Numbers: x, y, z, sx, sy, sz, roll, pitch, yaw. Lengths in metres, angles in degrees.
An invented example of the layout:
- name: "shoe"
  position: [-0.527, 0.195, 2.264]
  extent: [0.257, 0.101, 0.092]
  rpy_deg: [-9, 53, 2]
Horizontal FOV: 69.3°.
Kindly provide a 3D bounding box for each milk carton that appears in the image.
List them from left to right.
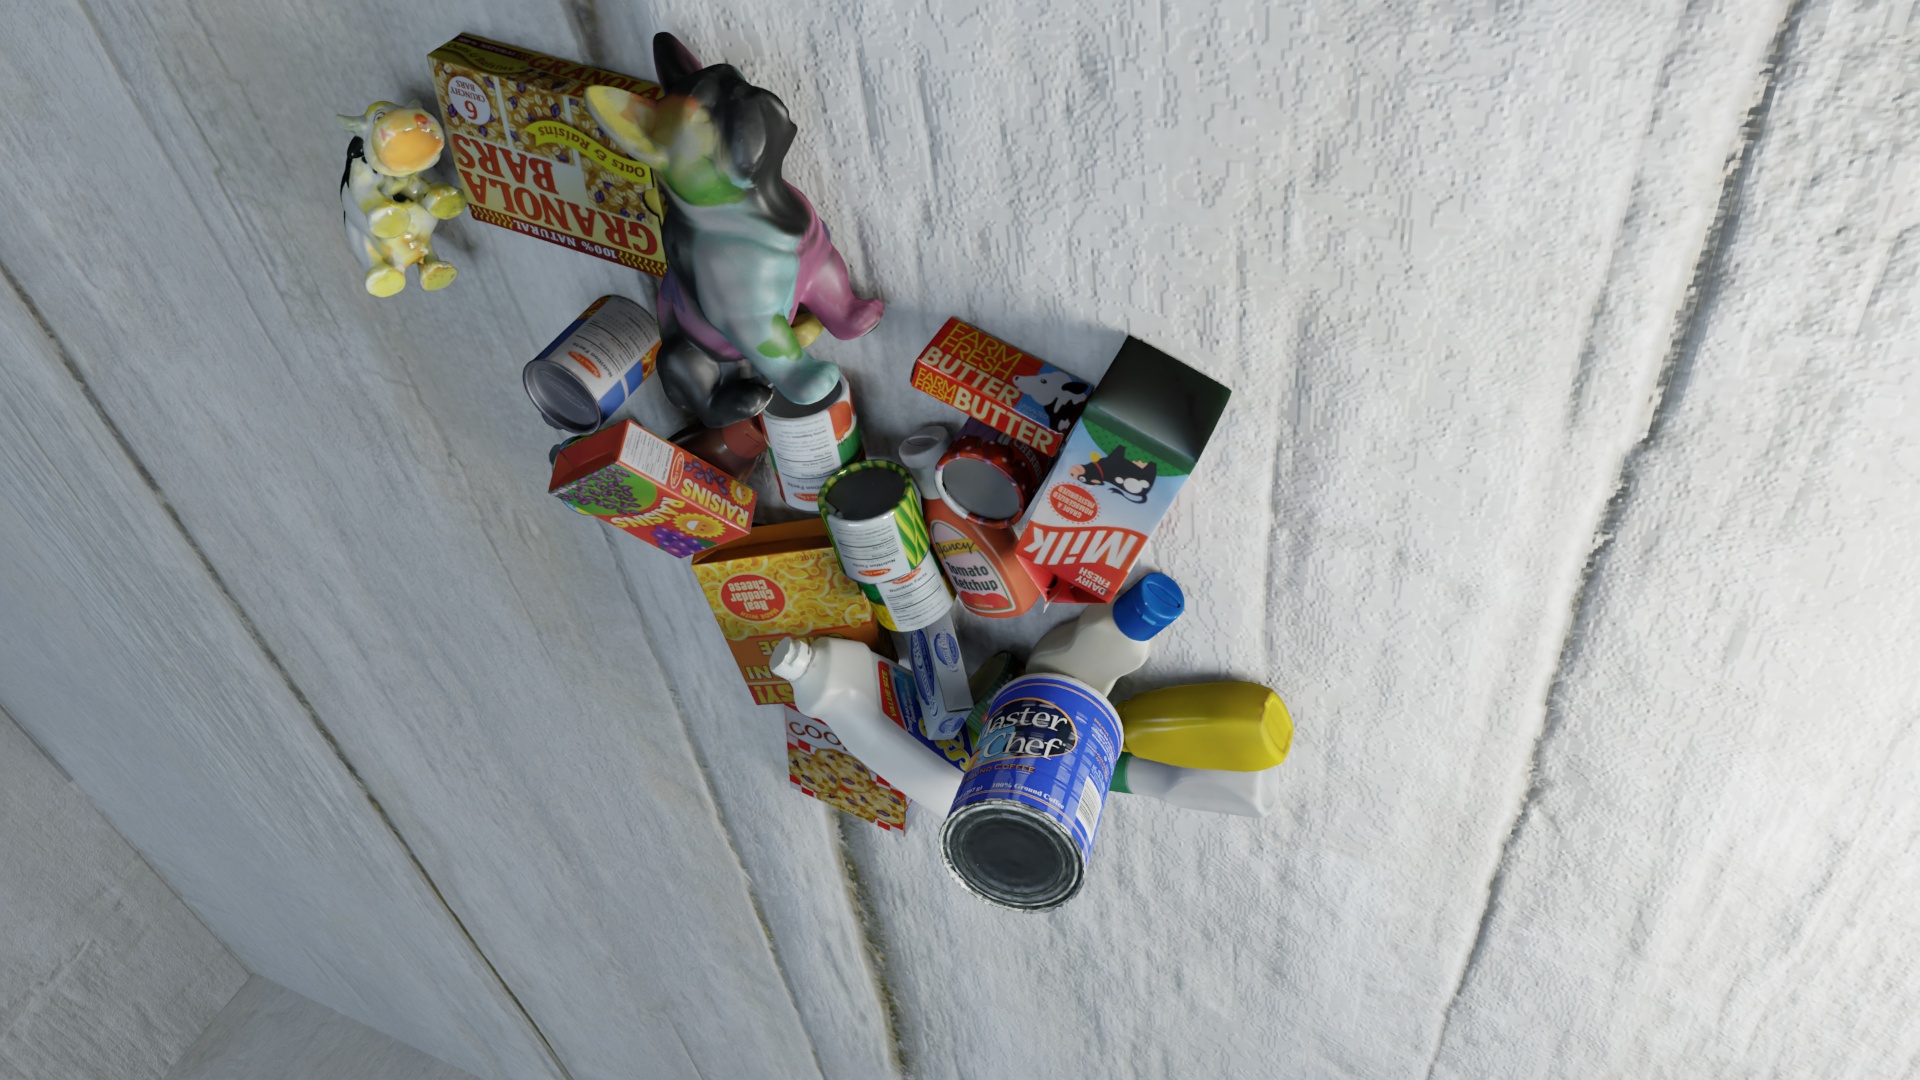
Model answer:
- name: "milk carton"
  position: [0.092, -0.029, 0.875]
  extent: [0.073, 0.073, 0.189]
  rpy_deg: [29, 142, 4]

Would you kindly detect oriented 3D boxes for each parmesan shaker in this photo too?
- name: "parmesan shaker"
  position: [0.052, 0.145, 1.087]
  extent: [0.103, 0.072, 0.071]
  rpy_deg: [41, 141, -11]

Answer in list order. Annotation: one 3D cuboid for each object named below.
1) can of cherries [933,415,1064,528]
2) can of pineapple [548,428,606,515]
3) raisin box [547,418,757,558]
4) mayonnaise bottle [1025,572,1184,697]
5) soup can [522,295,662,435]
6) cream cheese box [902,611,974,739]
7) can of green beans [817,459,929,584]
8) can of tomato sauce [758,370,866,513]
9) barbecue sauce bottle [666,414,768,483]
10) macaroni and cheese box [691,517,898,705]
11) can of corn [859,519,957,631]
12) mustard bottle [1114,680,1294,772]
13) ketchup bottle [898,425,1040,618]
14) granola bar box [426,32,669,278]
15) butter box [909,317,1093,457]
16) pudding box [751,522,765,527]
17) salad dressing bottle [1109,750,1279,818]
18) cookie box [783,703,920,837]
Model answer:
- name: "can of cherries"
  position: [0.025, -0.050, 0.909]
  extent: [0.071, 0.059, 0.071]
  rpy_deg: [19, 140, 17]
- name: "can of pineapple"
  position: [-0.282, -0.056, 1.103]
  extent: [0.058, 0.071, 0.070]
  rpy_deg: [-8, 126, 38]
- name: "raisin box"
  position: [-0.223, -0.035, 1.016]
  extent: [0.086, 0.040, 0.123]
  rpy_deg: [-18, 144, 38]
- name: "mayonnaise bottle"
  position: [0.106, 0.071, 0.999]
  extent: [0.065, 0.041, 0.147]
  rpy_deg: [35, 140, -6]
- name: "soup can"
  position: [-0.265, -0.126, 1.005]
  extent: [0.071, 0.084, 0.071]
  rpy_deg: [19, 139, 17]
- name: "cream cheese box"
  position: [-0.019, 0.096, 1.069]
  extent: [0.024, 0.104, 0.053]
  rpy_deg: [-3, 148, -21]
- name: "can of green beans"
  position: [-0.059, -0.013, 0.945]
  extent: [0.071, 0.071, 0.057]
  rpy_deg: [10, 138, 25]
- name: "can of tomato sauce"
  position: [-0.102, -0.073, 0.969]
  extent: [0.071, 0.071, 0.082]
  rpy_deg: [12, 137, 23]
- name: "barbecue sauce bottle"
  position: [-0.182, -0.065, 1.046]
  extent: [0.065, 0.044, 0.148]
  rpy_deg: [38, 141, -21]
- name: "macaroni and cheese box"
  position: [-0.129, 0.060, 1.112]
  extent: [0.124, 0.040, 0.165]
  rpy_deg: [-8, 130, 10]
- name: "can of corn"
  position: [-0.042, 0.024, 1.030]
  extent: [0.071, 0.071, 0.058]
  rpy_deg: [3, 133, 32]
- name: "mustard bottle"
  position: [0.161, 0.136, 1.022]
  extent: [0.160, 0.049, 0.065]
  rpy_deg: [-5, 130, 38]
- name: "ketchup bottle"
  position: [0.003, -0.012, 0.977]
  extent: [0.064, 0.044, 0.148]
  rpy_deg: [3, 133, 40]
- name: "granola bar box"
  position: [-0.257, -0.249, 0.906]
  extent: [0.166, 0.039, 0.123]
  rpy_deg: [19, 140, 16]
- name: "butter box"
  position: [0.026, -0.096, 0.865]
  extent: [0.103, 0.053, 0.024]
  rpy_deg: [27, 139, 7]
- name: "pudding box"
  position: [-0.164, 0.024, 1.140]
  extent: [0.049, 0.030, 0.083]
  rpy_deg: [10, 136, 28]
- name: "salad dressing bottle"
  position: [0.168, 0.181, 1.071]
  extent: [0.147, 0.044, 0.064]
  rpy_deg: [1, 145, 35]
- name: "cookie box"
  position: [-0.097, 0.191, 1.261]
  extent: [0.123, 0.040, 0.166]
  rpy_deg: [21, 140, 15]
